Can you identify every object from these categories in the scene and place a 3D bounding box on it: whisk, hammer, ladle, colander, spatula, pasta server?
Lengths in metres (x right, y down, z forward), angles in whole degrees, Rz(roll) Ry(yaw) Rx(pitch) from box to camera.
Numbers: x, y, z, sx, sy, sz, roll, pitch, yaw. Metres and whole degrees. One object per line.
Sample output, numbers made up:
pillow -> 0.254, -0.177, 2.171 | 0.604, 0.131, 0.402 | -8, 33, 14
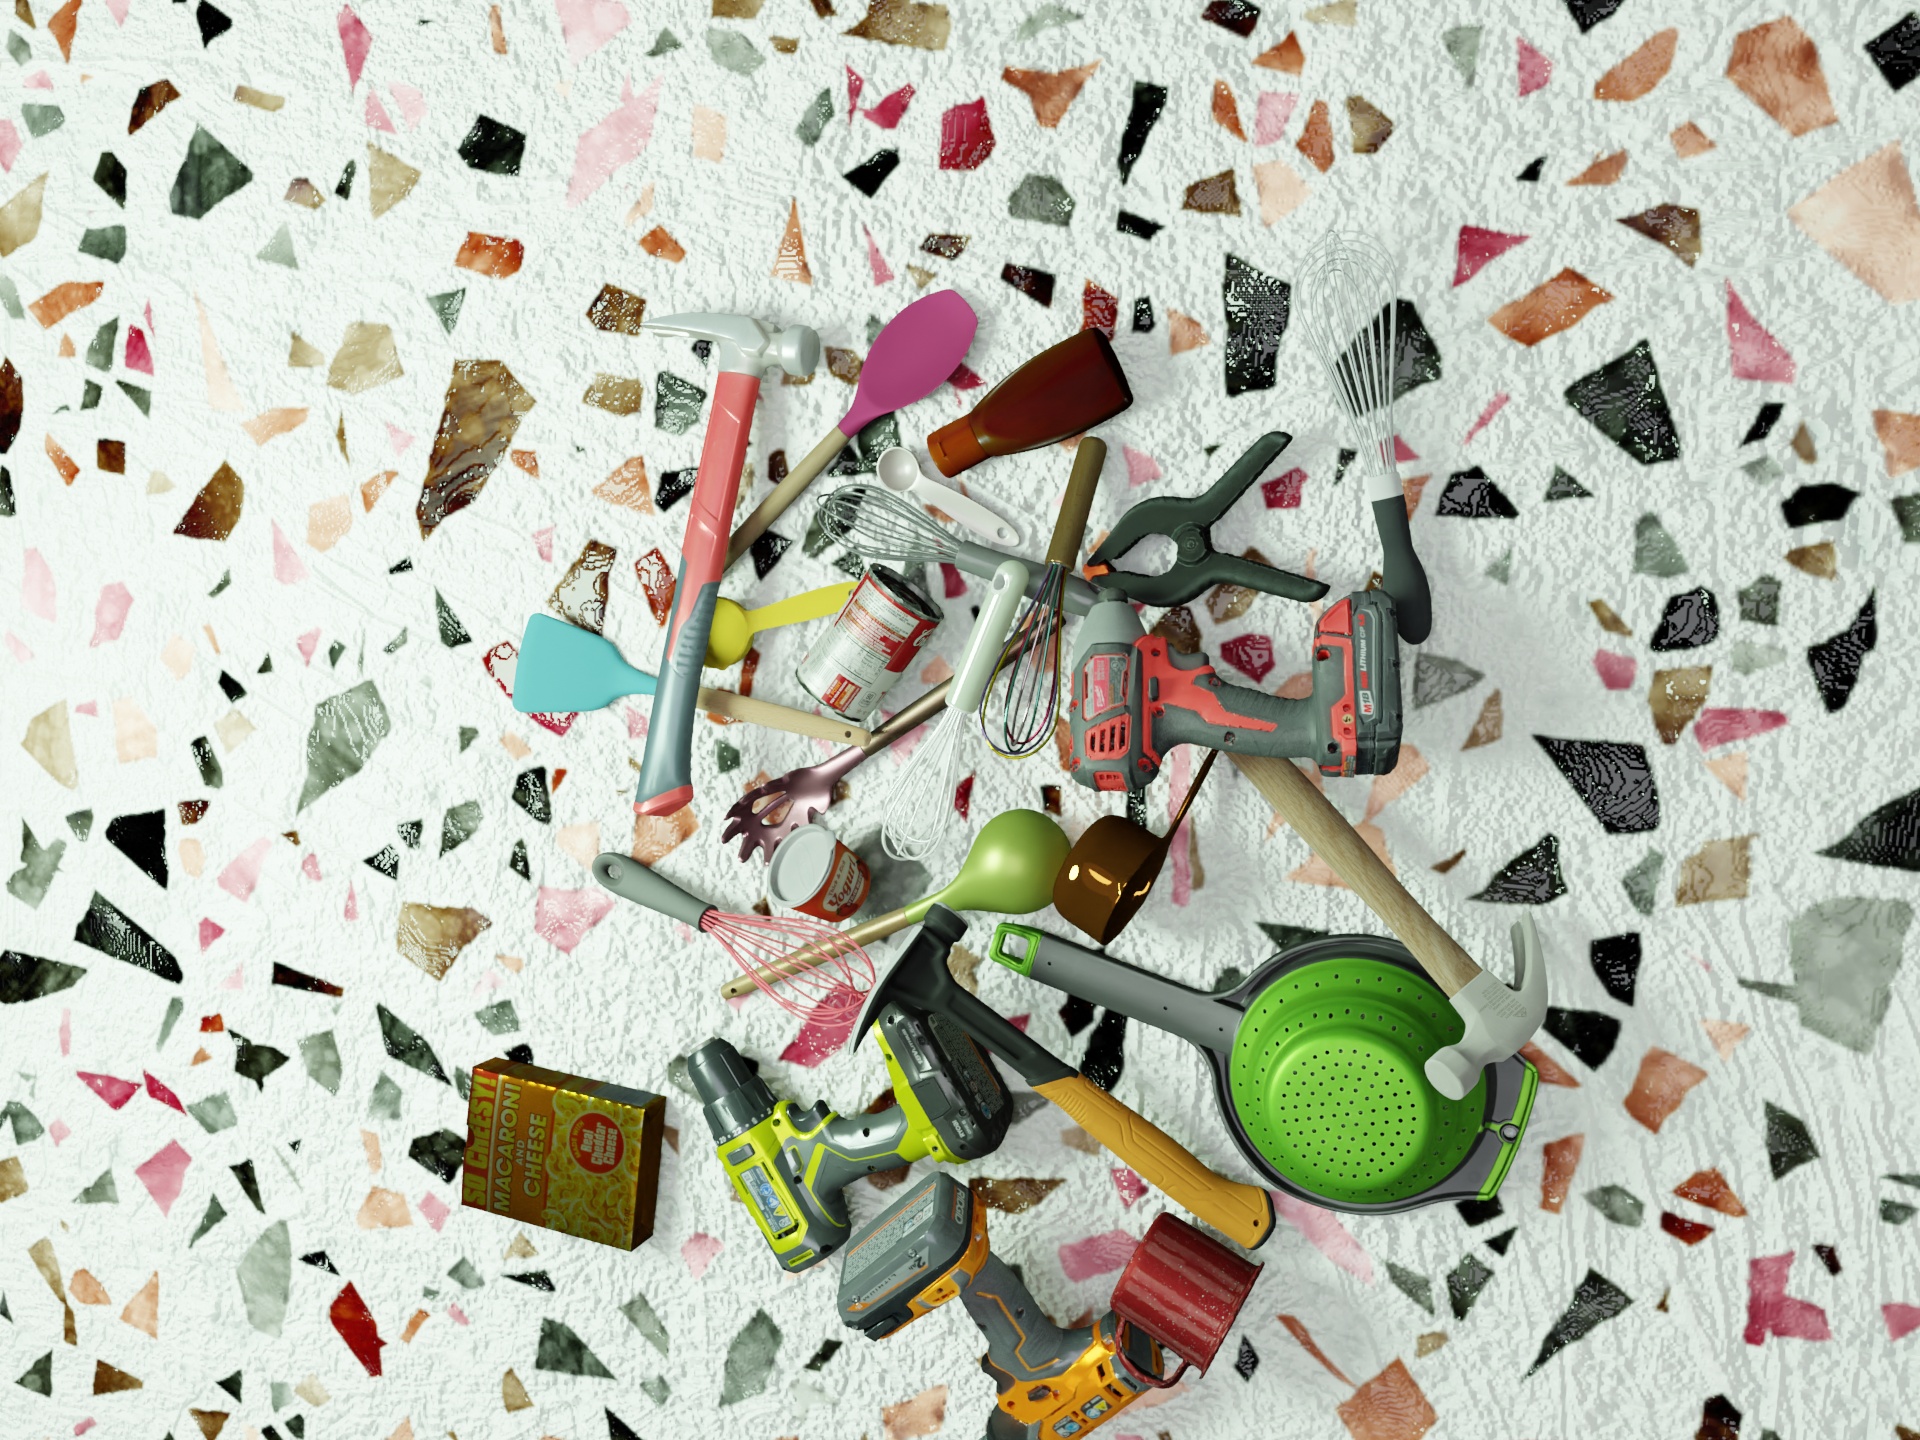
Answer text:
whisk -> 0.068, -0.087, 1.125 | 0.047, 0.051, 0.245 | 6, 74, 39
hammer -> 0.081, 0.278, 1.143 | 0.337, 0.034, 0.127 | 36, 73, -1
ladle -> -0.056, 0.153, 1.225 | 0.320, 0.062, 0.078 | -25, 100, 25
hammer -> 0.267, 0.090, 1.089 | 0.130, 0.031, 0.331 | -32, 71, -24
colander -> 0.195, 0.230, 1.114 | 0.397, 0.094, 0.204 | 19, 100, 16
spatula -> -0.211, -0.017, 1.241 | 0.318, 0.044, 0.082 | 12, 91, 26
hammer -> -0.212, -0.120, 1.218 | 0.143, 0.038, 0.386 | 11, 88, 19
whisk -> 0.280, -0.189, 1.073 | 0.070, 0.070, 0.284 | -11, 96, 19
whisk -> -0.002, -0.004, 1.170 | 0.058, 0.059, 0.246 | 39, 114, 44
pasta server -> -0.052, 0.010, 1.208 | 0.316, 0.040, 0.060 | -33, 111, 16
whisk -> -0.181, 0.160, 1.232 | 0.296, 0.073, 0.073 | 20, 101, 31
whisk -> 0.002, -0.123, 1.175 | 0.239, 0.055, 0.055 | 21, 101, 12

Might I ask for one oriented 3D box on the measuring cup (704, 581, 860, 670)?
measuring cup -> -0.142, -0.082, 1.242 | 0.156, 0.029, 0.062 | -15, 90, 7

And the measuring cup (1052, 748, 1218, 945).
measuring cup -> 0.126, 0.075, 1.142 | 0.052, 0.095, 0.173 | 29, 84, 19

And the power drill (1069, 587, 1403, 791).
power drill -> 0.183, -0.026, 1.079 | 0.219, 0.078, 0.143 | -2, 70, 12

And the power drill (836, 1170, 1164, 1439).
power drill -> 0.017, 0.455, 1.173 | 0.226, 0.084, 0.164 | 43, 108, -13

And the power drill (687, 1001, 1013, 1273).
power drill -> -0.093, 0.297, 1.226 | 0.228, 0.080, 0.190 | -32, 85, 21

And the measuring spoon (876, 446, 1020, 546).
measuring spoon -> -0.007, -0.166, 1.193 | 0.124, 0.018, 0.034 | 32, 116, 6

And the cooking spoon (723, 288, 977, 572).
cooking spoon -> -0.106, -0.203, 1.218 | 0.319, 0.017, 0.069 | -43, 70, 16
